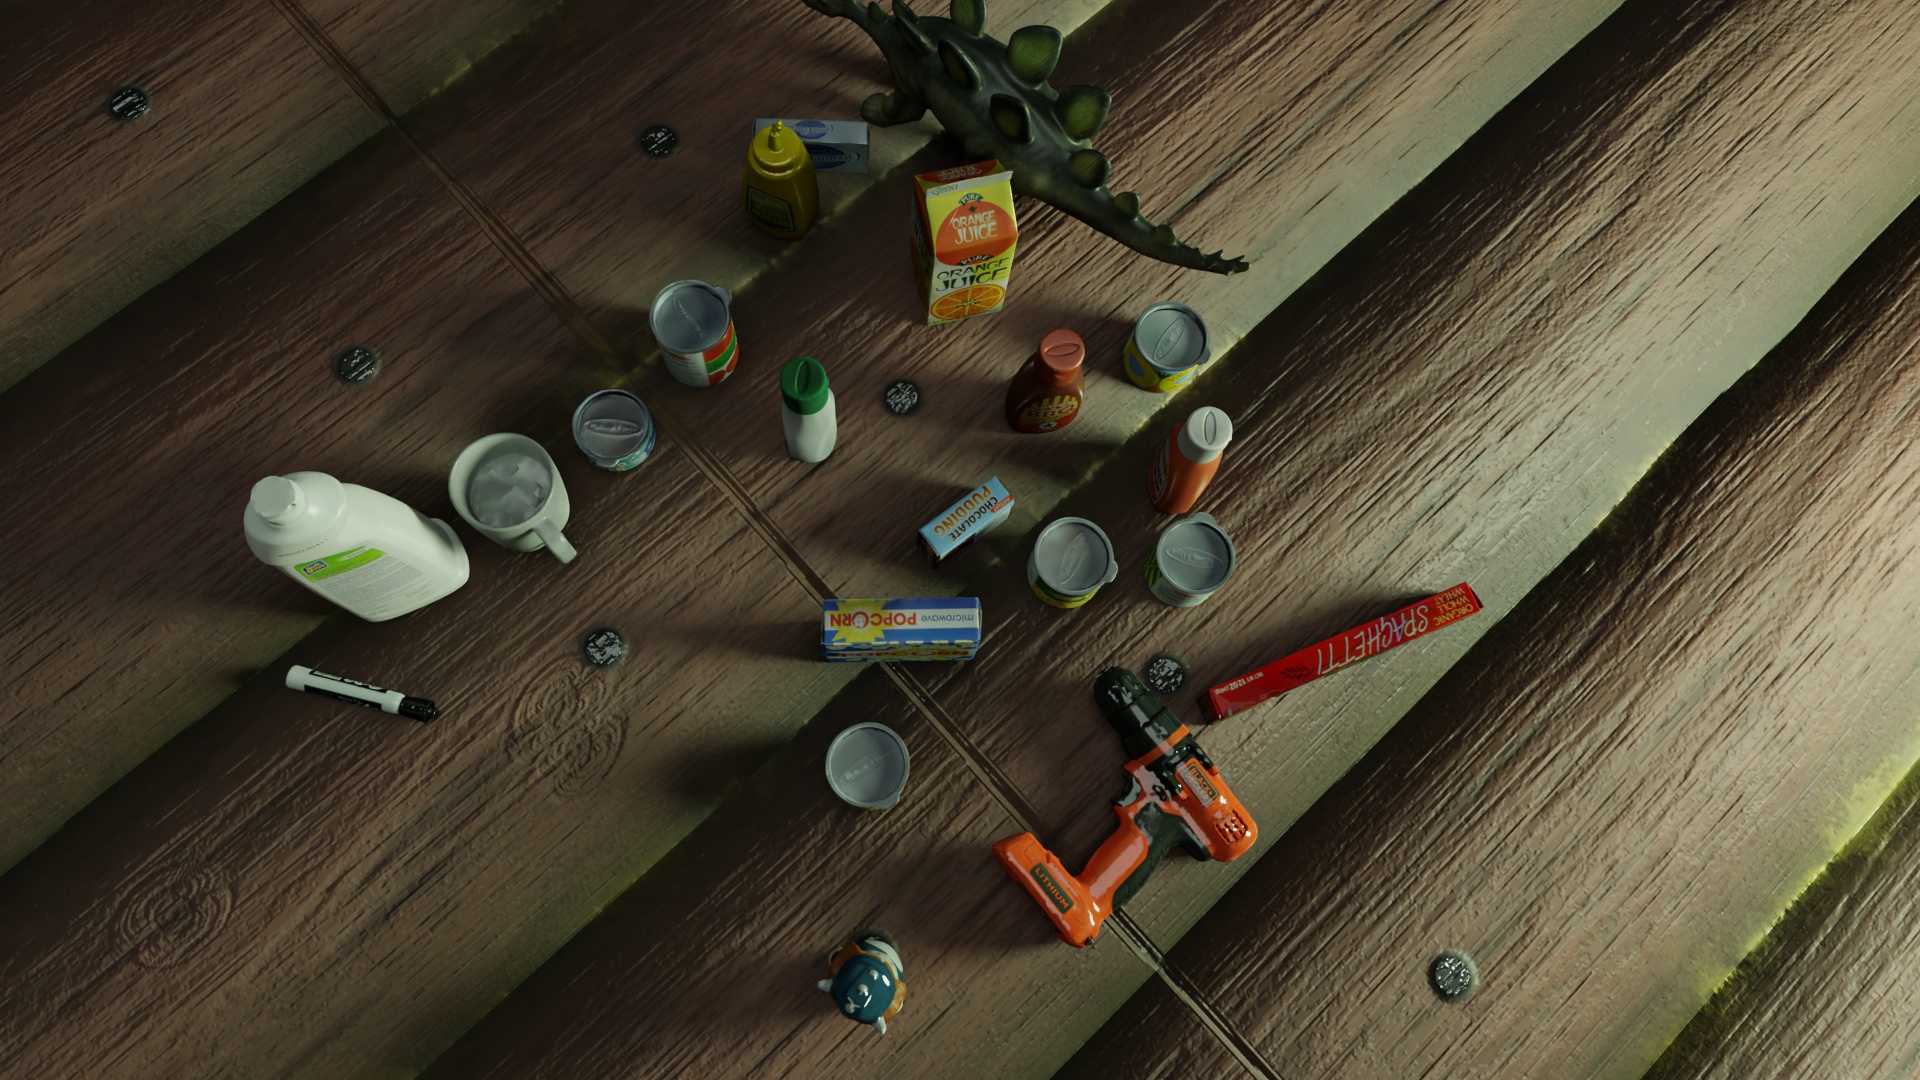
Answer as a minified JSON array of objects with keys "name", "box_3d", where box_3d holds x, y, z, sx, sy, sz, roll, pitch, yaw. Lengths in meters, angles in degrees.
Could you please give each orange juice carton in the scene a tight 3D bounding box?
[{"name":"orange juice carton","box_3d":[0.001,-0.255,1.165,0.072,0.192,0.073,-13,77,-7]}]

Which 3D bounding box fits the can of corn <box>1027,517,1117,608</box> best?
[{"name":"can of corn","box_3d":[0.093,0.021,1.168,0.071,0.058,0.071,1,75,-4]}]

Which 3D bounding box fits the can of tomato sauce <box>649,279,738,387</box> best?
[{"name":"can of tomato sauce","box_3d":[-0.224,-0.176,1.185,0.071,0.083,0.071,1,75,-4]}]

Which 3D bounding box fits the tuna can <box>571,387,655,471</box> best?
[{"name":"tuna can","box_3d":[-0.295,-0.091,1.184,0.071,0.032,0.071,1,75,-4]}]

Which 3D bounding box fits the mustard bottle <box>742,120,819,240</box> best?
[{"name":"mustard bottle","box_3d":[-0.156,-0.313,1.186,0.065,0.160,0.049,21,75,2]}]

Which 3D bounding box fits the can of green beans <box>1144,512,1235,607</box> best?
[{"name":"can of green beans","box_3d":[0.193,0.019,1.175,0.071,0.057,0.071,1,75,-4]}]

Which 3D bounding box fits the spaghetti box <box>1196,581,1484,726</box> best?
[{"name":"spaghetti box","box_3d":[0.318,0.095,1.168,0.250,0.050,0.029,-21,78,-9]}]

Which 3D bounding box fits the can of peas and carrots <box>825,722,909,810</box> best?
[{"name":"can of peas and carrots","box_3d":[-0.073,0.184,1.113,0.071,0.058,0.071,1,75,-4]}]

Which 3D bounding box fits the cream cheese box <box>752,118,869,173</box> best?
[{"name":"cream cheese box","box_3d":[-0.134,-0.356,1.254,0.104,0.053,0.024,1,76,-4]}]

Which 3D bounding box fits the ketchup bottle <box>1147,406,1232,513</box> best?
[{"name":"ketchup bottle","box_3d":[0.190,-0.070,1.152,0.043,0.148,0.065,5,75,-3]}]

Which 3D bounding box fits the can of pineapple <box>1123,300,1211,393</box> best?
[{"name":"can of pineapple","box_3d":[0.181,-0.168,1.224,0.071,0.057,0.071,1,75,-4]}]

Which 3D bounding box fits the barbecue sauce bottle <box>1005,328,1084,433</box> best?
[{"name":"barbecue sauce bottle","box_3d":[0.075,-0.133,1.160,0.065,0.148,0.044,-9,77,-6]}]

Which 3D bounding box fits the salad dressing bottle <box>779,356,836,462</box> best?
[{"name":"salad dressing bottle","box_3d":[-0.126,-0.108,1.140,0.044,0.147,0.064,9,75,-2]}]

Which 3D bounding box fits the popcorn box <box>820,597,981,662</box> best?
[{"name":"popcorn box","box_3d":[-0.049,0.074,1.130,0.127,0.085,0.038,-1,76,-4]}]

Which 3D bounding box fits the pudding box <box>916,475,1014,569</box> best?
[{"name":"pudding box","box_3d":[0.004,-0.015,1.175,0.084,0.049,0.030,-36,81,-12]}]
